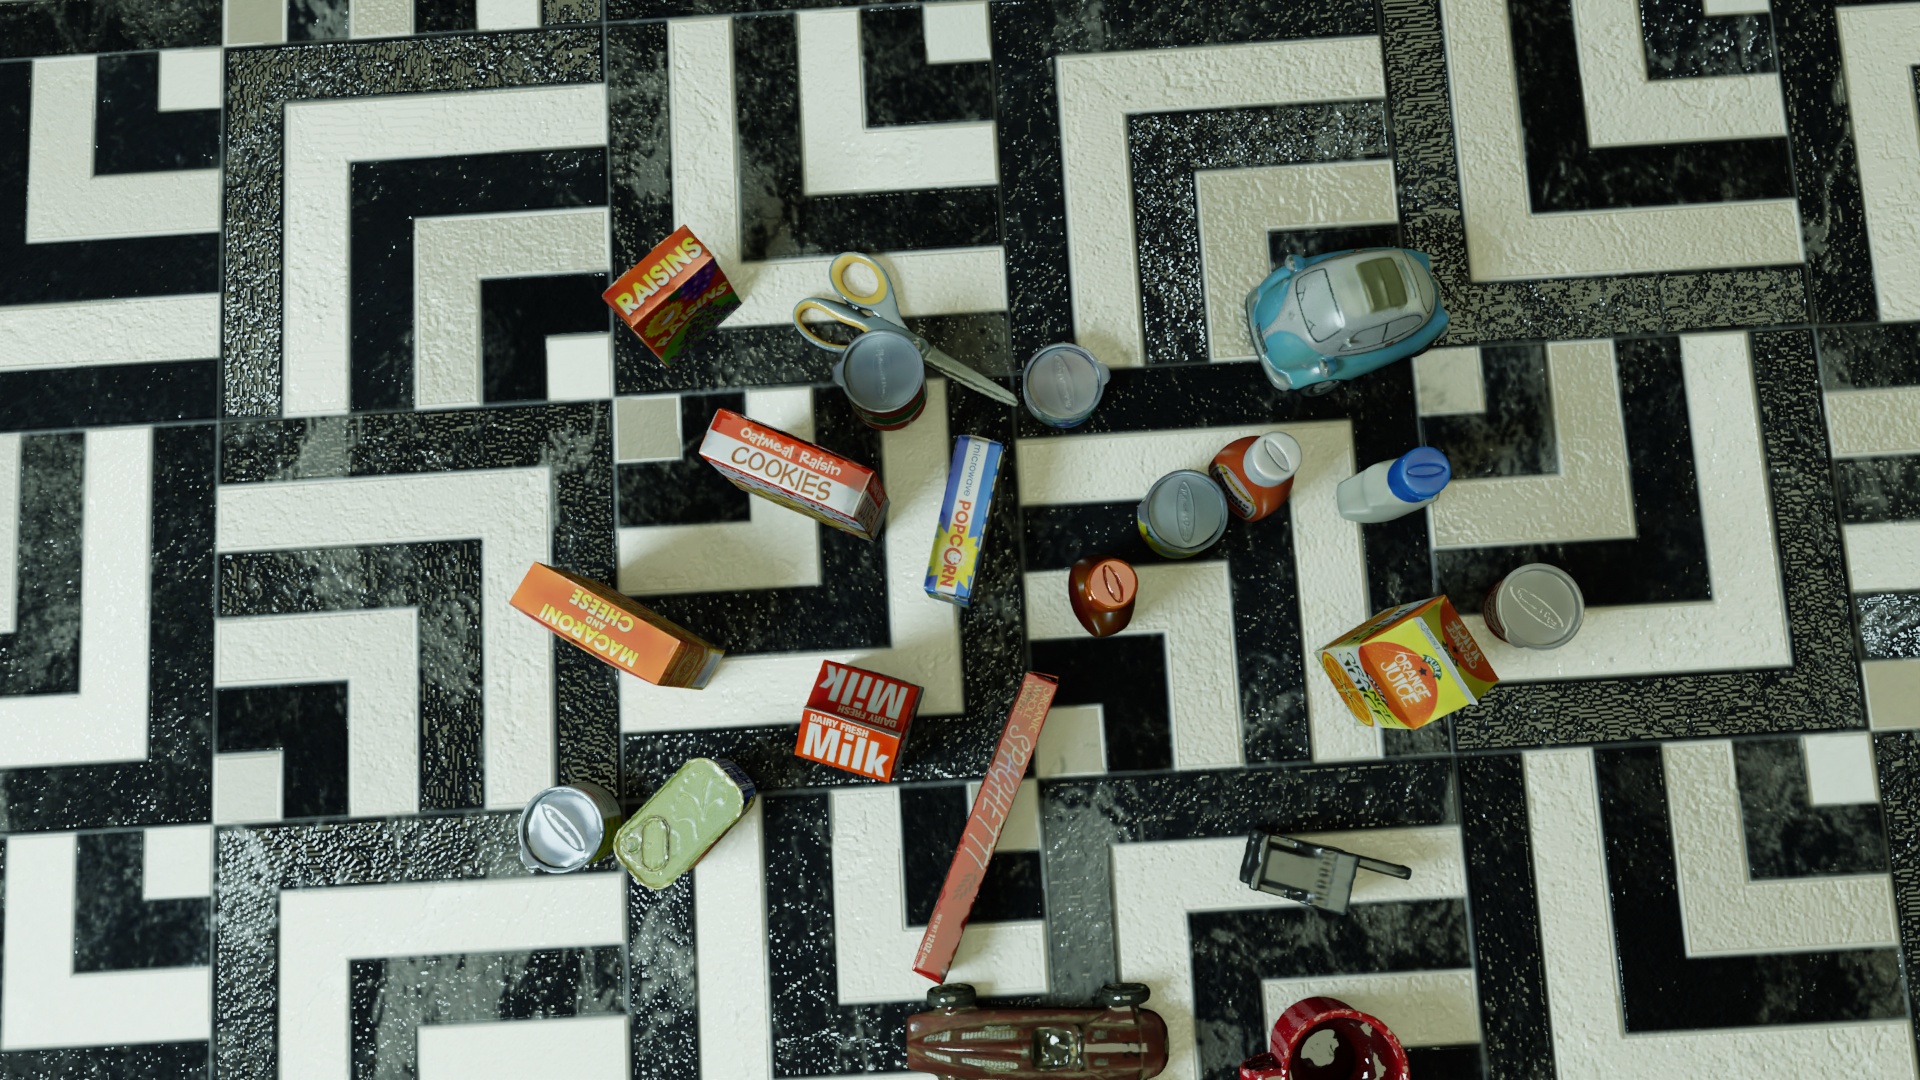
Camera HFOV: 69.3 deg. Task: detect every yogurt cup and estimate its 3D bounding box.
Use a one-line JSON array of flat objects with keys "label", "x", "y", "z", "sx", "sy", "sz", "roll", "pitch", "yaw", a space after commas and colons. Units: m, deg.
[{"label": "yogurt cup", "x": 0.450, "y": 0.054, "z": 1.101, "sx": 0.072, "sy": 0.054, "sz": 0.072, "roll": 0, "pitch": 83, "yaw": 1}]

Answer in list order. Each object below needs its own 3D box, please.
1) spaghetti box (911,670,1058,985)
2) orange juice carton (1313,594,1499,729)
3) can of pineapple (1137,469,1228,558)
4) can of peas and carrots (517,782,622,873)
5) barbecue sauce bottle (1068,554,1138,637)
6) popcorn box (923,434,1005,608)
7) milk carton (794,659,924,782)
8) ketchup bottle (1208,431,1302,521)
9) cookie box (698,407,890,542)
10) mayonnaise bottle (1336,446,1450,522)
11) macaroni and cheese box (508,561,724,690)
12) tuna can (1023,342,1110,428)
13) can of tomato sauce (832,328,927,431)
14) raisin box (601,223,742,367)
[{"label": "spaghetti box", "x": 0.021, "y": 0.220, "z": 1.089, "sx": 0.029, "sy": 0.050, "sz": 0.250, "roll": 21, "pitch": 83, "yaw": 4}, {"label": "orange juice carton", "x": 0.331, "y": 0.092, "z": 1.028, "sx": 0.073, "sy": 0.192, "sz": 0.072, "roll": -30, "pitch": 84, "yaw": -2}, {"label": "can of pineapple", "x": 0.176, "y": -0.021, "z": 1.113, "sx": 0.071, "sy": 0.058, "sz": 0.071, "roll": 0, "pitch": 83, "yaw": 1}, {"label": "can of peas and carrots", "x": -0.307, "y": 0.226, "z": 1.089, "sx": 0.071, "sy": 0.058, "sz": 0.071, "roll": 0, "pitch": 83, "yaw": 1}, {"label": "barbecue sauce bottle", "x": 0.110, "y": 0.039, "z": 1.061, "sx": 0.044, "sy": 0.148, "sz": 0.065, "roll": -20, "pitch": 83, "yaw": -1}, {"label": "popcorn box", "x": 0.004, "y": -0.014, "z": 1.102, "sx": 0.038, "sy": 0.085, "sz": 0.127, "roll": 13, "pitch": 83, "yaw": 3}, {"label": "milk carton", "x": -0.073, "y": 0.133, "z": 1.031, "sx": 0.072, "sy": 0.190, "sz": 0.073, "roll": 16, "pitch": 84, "yaw": 3}, {"label": "ketchup bottle", "x": 0.230, "y": -0.054, "z": 1.071, "sx": 0.043, "sy": 0.148, "sz": 0.065, "roll": -37, "pitch": 84, "yaw": -3}, {"label": "cookie box", "x": -0.122, "y": -0.047, "z": 1.067, "sx": 0.123, "sy": 0.167, "sz": 0.040, "roll": 22, "pitch": 84, "yaw": 4}, {"label": "mayonnaise bottle", "x": 0.336, "y": -0.042, "z": 1.068, "sx": 0.065, "sy": 0.148, "sz": 0.041, "roll": -5, "pitch": 83, "yaw": 1}, {"label": "macaroni and cheese box", "x": -0.255, "y": 0.069, "z": 1.055, "sx": 0.124, "sy": 0.166, "sz": 0.040, "roll": 28, "pitch": 85, "yaw": 4}, {"label": "tuna can", "x": 0.087, "y": -0.128, "z": 1.141, "sx": 0.071, "sy": 0.033, "sz": 0.071, "roll": 0, "pitch": 83, "yaw": 1}, {"label": "can of tomato sauce", "x": -0.062, "y": -0.127, "z": 1.119, "sx": 0.071, "sy": 0.083, "sz": 0.071, "roll": 0, "pitch": 83, "yaw": 1}, {"label": "raisin box", "x": -0.228, "y": -0.194, "z": 1.110, "sx": 0.086, "sy": 0.123, "sz": 0.040, "roll": -42, "pitch": 84, "yaw": -4}]
